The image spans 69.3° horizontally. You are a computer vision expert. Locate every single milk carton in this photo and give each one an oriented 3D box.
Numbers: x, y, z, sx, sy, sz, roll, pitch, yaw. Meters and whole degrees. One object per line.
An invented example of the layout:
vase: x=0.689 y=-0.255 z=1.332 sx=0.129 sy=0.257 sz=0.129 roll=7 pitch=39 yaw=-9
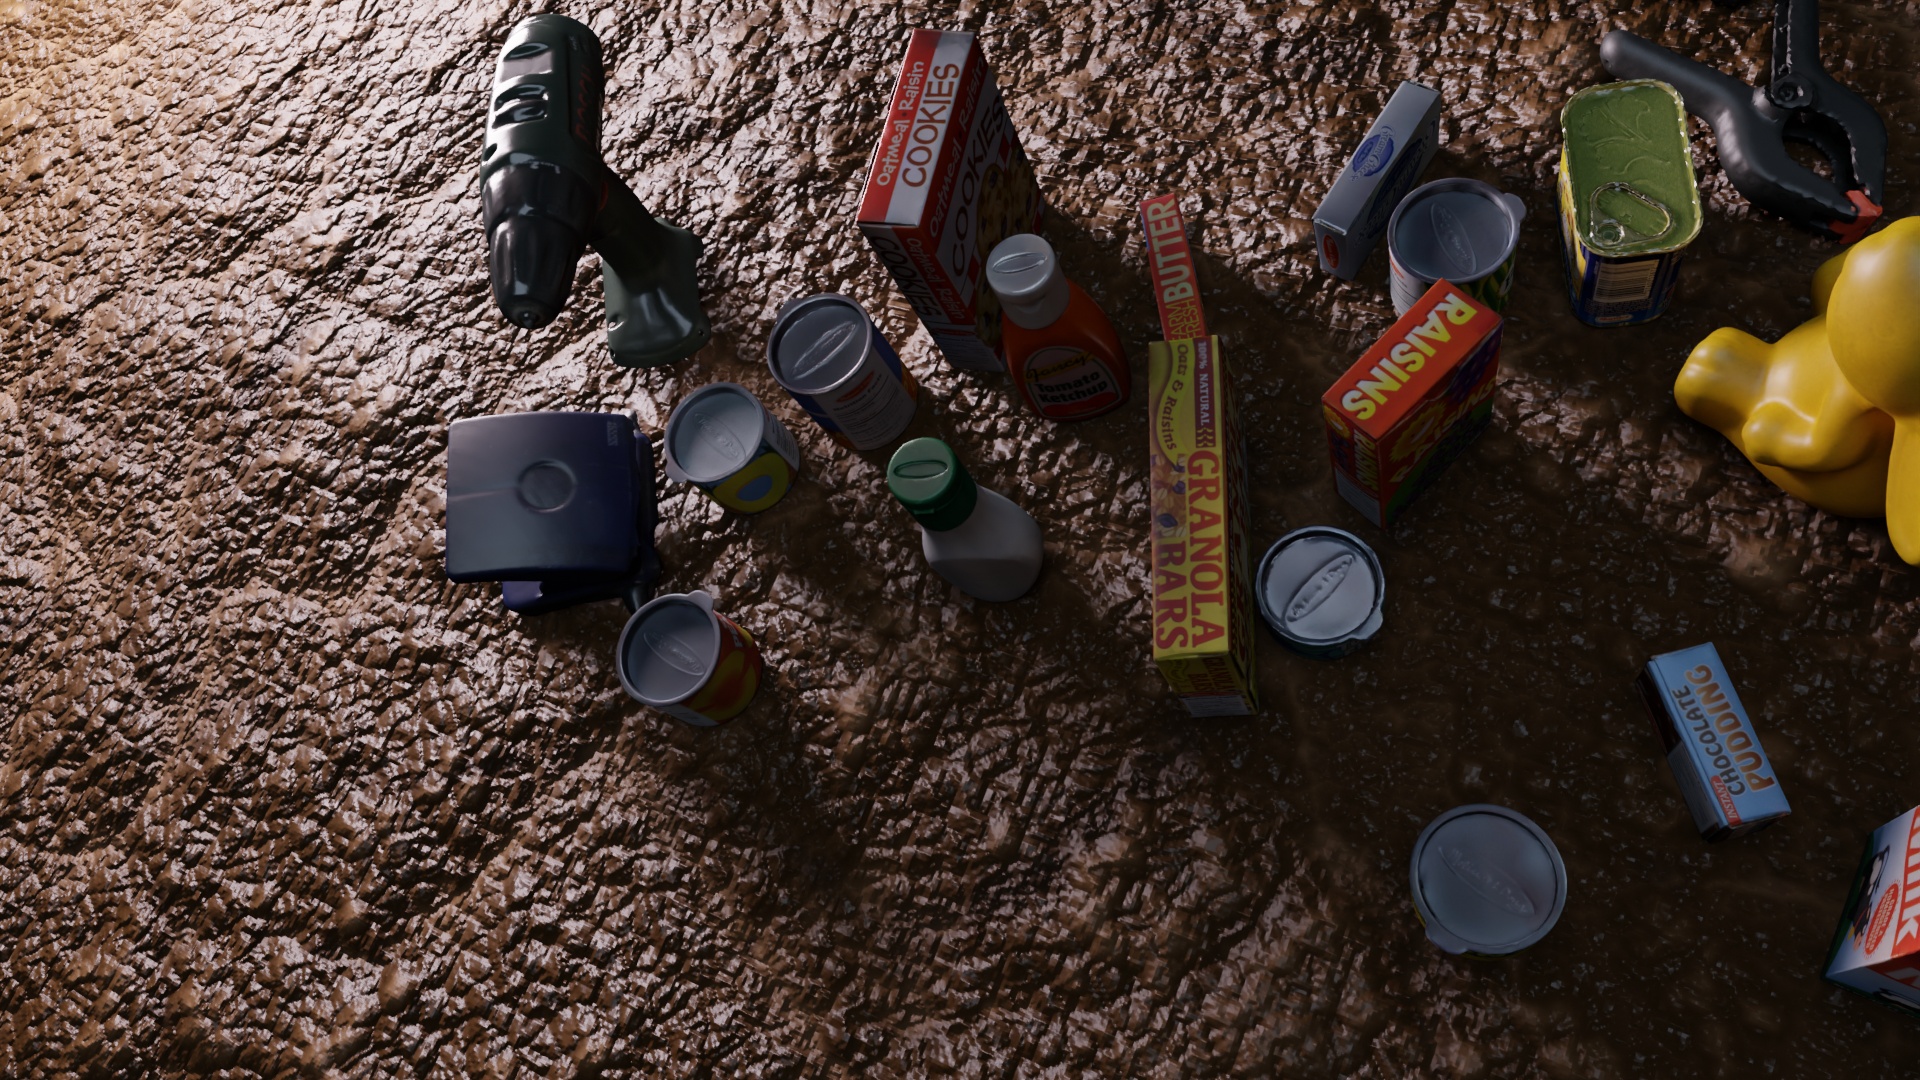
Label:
milk carton: x=0.399 y=0.144 z=0.529 sx=0.072 sy=0.190 sz=0.073 roll=22 pitch=78 yaw=24

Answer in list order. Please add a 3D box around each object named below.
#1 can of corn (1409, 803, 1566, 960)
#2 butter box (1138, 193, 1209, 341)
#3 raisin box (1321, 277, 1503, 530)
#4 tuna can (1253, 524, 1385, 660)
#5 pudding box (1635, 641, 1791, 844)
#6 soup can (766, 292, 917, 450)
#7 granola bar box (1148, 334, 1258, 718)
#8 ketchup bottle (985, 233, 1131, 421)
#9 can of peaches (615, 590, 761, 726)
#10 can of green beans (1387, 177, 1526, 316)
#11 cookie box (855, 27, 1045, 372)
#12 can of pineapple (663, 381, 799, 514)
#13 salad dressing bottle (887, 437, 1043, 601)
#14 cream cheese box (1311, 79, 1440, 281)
can of corn: x=0.242 y=0.162 z=0.646 sx=0.071 sy=0.058 sz=0.071 roll=-6 pitch=68 yaw=16
butter box: x=0.126 y=-0.144 z=0.806 sx=0.024 sy=0.053 sz=0.104 roll=-13 pitch=66 yaw=13
raisin box: x=0.228 y=-0.065 z=0.703 sx=0.086 sy=0.123 sz=0.040 roll=-44 pitch=63 yaw=-2
tuna can: x=0.191 y=0.029 z=0.729 sx=0.071 sy=0.032 sz=0.071 roll=-6 pitch=68 yaw=16
pudding box: x=0.346 y=0.094 z=0.644 sx=0.030 sy=0.049 sz=0.084 roll=-19 pitch=65 yaw=11
soup can: x=-0.071 y=-0.102 z=0.836 sx=0.071 sy=0.083 sz=0.071 roll=-6 pitch=68 yaw=16
granola bar box: x=0.126 y=-0.004 z=0.711 sx=0.039 sy=0.124 sz=0.166 roll=-5 pitch=68 yaw=17
ketchup bottle: x=0.051 y=-0.115 z=0.766 sx=0.064 sy=0.148 sz=0.044 roll=-11 pitch=67 yaw=14
can of peaches: x=-0.156 y=0.069 z=0.811 sx=0.071 sy=0.058 sz=0.071 roll=-6 pitch=68 yaw=16
can of green beans: x=0.269 y=-0.155 z=0.762 sx=0.071 sy=0.057 sz=0.071 roll=-6 pitch=68 yaw=16
cookie box: x=-0.001 y=-0.190 z=0.802 sx=0.040 sy=0.167 sz=0.123 roll=7 pitch=72 yaw=21
can of pineapple: x=-0.141 y=-0.055 z=0.855 sx=0.071 sy=0.057 sz=0.071 roll=-6 pitch=68 yaw=16
salad dressing bottle: x=0.003 y=-0.009 z=0.740 sx=0.064 sy=0.147 sz=0.044 roll=-3 pitch=69 yaw=17
cream cheese box: x=0.238 y=-0.205 z=0.794 sx=0.024 sy=0.053 sz=0.104 roll=30 pitch=81 yaw=25
